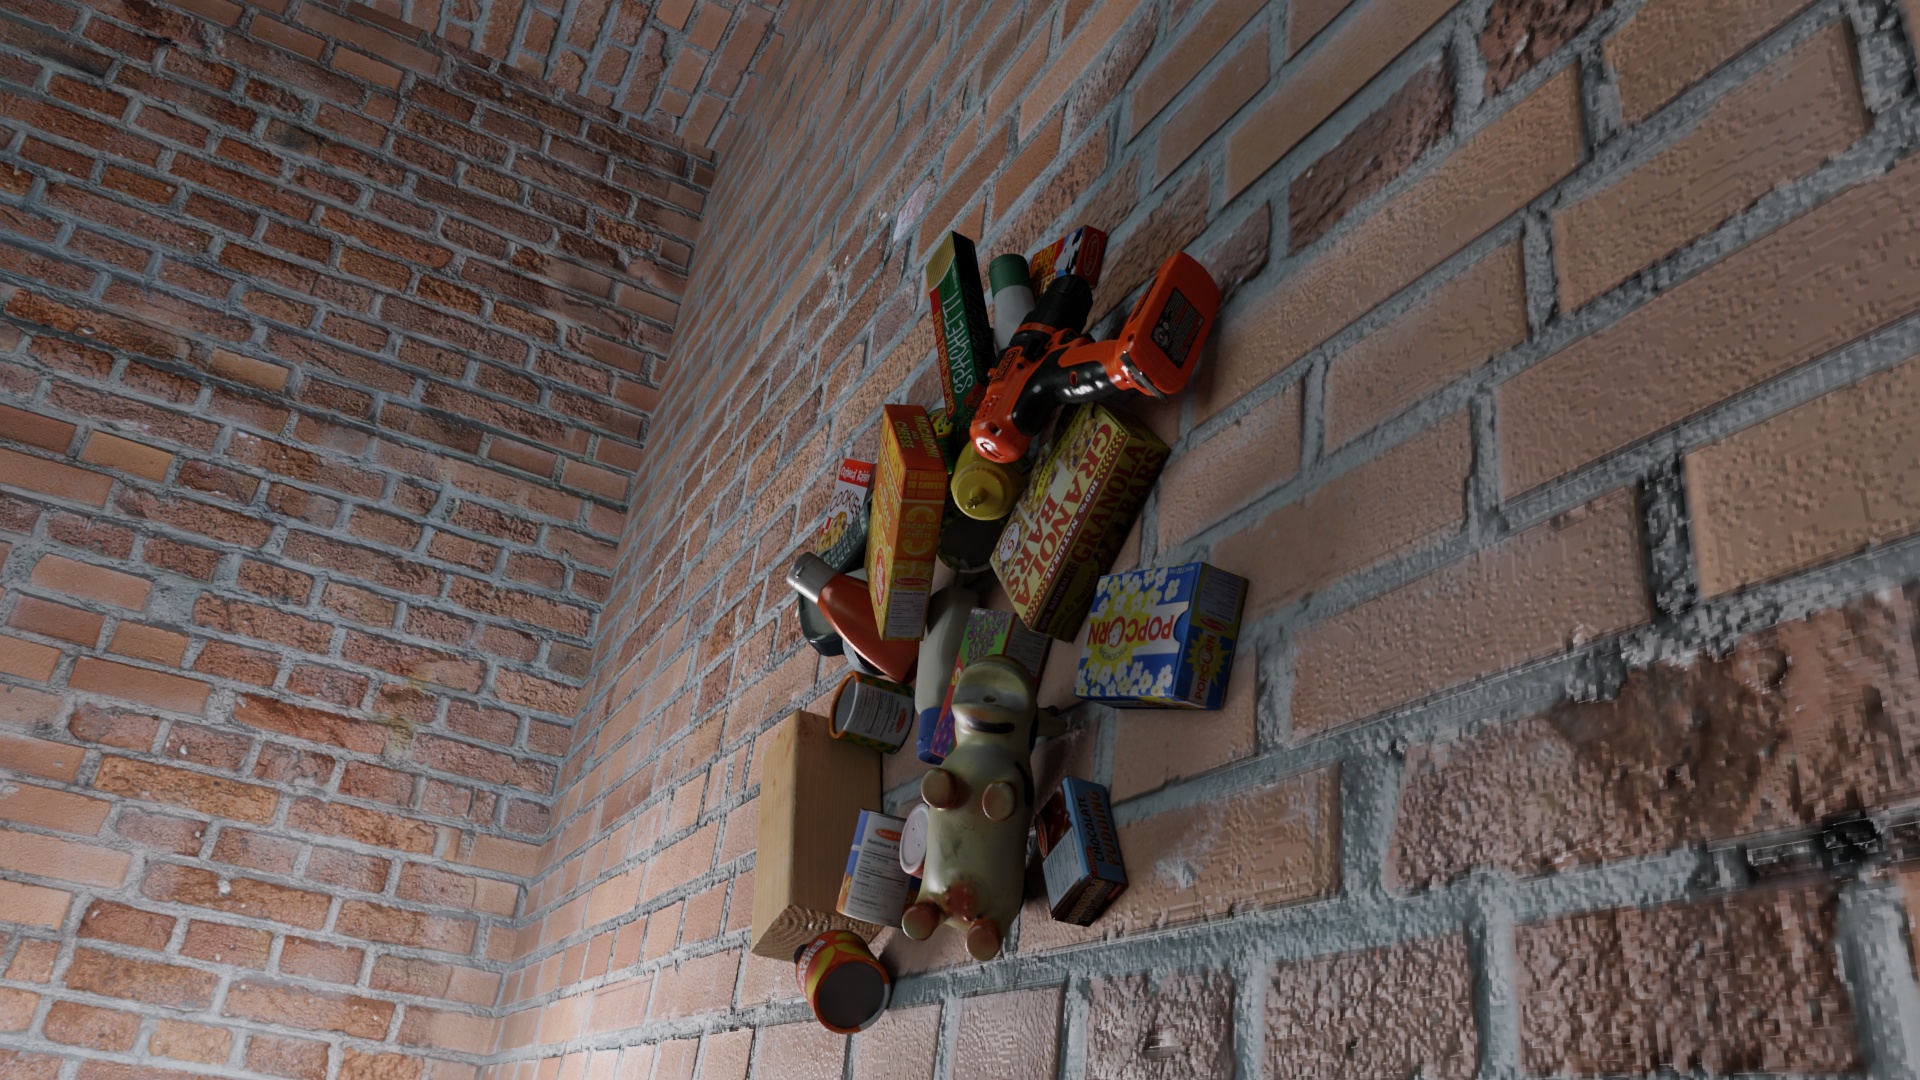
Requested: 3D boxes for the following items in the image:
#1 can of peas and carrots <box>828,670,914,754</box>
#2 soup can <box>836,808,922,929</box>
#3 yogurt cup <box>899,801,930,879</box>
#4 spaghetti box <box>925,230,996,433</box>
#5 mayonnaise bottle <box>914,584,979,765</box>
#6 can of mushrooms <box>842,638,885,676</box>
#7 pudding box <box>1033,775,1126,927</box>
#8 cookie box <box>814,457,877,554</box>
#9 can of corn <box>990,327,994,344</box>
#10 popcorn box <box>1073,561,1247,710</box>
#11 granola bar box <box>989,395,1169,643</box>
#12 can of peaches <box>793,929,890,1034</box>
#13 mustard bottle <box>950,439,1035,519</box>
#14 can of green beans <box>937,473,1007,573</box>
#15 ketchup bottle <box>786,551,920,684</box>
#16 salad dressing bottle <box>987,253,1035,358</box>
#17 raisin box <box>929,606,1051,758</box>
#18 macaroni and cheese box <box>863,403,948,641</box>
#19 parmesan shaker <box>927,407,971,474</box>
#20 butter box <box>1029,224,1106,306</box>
[{"bbox_3d":[-0.084,0.159,1.285,0.070,0.059,0.071,-50,29,42],"label":"can of peas and carrots"},{"bbox_3d":[-0.059,0.266,1.129,0.071,0.071,0.084,-11,63,66],"label":"soup can"},{"bbox_3d":[-0.011,0.231,1.054,0.072,0.054,0.073,-49,30,43],"label":"yogurt cup"},{"bbox_3d":[0.001,-0.193,1.248,0.050,0.029,0.251,-51,30,33],"label":"spaghetti box"},{"bbox_3d":[-0.013,0.115,1.176,0.064,0.041,0.149,-44,35,52],"label":"mayonnaise bottle"},{"bbox_3d":[-0.074,0.094,1.310,0.033,0.071,0.071,-20,54,65],"label":"can of mushrooms"},{"bbox_3d":[0.076,0.200,0.900,0.049,0.030,0.084,-59,24,32],"label":"pudding box"},{"bbox_3d":[-0.118,-0.006,1.534,0.123,0.040,0.167,17,89,69],"label":"cookie box"},{"bbox_3d":[0.024,-0.166,1.292,0.070,0.058,0.071,-49,30,43],"label":"can of corn"},{"bbox_3d":[0.125,0.063,0.886,0.126,0.038,0.085,-15,58,65],"label":"popcorn box"},{"bbox_3d":[0.085,-0.024,1.053,0.165,0.039,0.124,-64,22,16],"label":"granola bar box"},{"bbox_3d":[-0.098,0.360,1.137,0.058,0.071,0.071,19,90,68],"label":"can of peaches"},{"bbox_3d":[0.023,-0.047,1.126,0.048,0.065,0.161,-54,2,17],"label":"mustard bottle"},{"bbox_3d":[0.005,-0.013,1.200,0.071,0.071,0.058,-62,23,23],"label":"can of green beans"},{"bbox_3d":[-0.091,0.065,1.263,0.064,0.149,0.043,-56,-13,2],"label":"ketchup bottle"},{"bbox_3d":[0.052,-0.185,1.223,0.064,0.044,0.148,126,142,-53],"label":"salad dressing bottle"},{"bbox_3d":[0.024,0.117,1.086,0.086,0.040,0.123,0,71,67],"label":"raisin box"},{"bbox_3d":[-0.048,-0.016,1.191,0.124,0.040,0.165,-110,26,-57],"label":"macaroni and cheese box"},{"bbox_3d":[0.009,-0.093,1.263,0.103,0.071,0.071,1,74,67],"label":"parmesan shaker"},{"bbox_3d":[0.091,-0.241,1.238,0.103,0.024,0.053,-11,64,66],"label":"butter box"}]
